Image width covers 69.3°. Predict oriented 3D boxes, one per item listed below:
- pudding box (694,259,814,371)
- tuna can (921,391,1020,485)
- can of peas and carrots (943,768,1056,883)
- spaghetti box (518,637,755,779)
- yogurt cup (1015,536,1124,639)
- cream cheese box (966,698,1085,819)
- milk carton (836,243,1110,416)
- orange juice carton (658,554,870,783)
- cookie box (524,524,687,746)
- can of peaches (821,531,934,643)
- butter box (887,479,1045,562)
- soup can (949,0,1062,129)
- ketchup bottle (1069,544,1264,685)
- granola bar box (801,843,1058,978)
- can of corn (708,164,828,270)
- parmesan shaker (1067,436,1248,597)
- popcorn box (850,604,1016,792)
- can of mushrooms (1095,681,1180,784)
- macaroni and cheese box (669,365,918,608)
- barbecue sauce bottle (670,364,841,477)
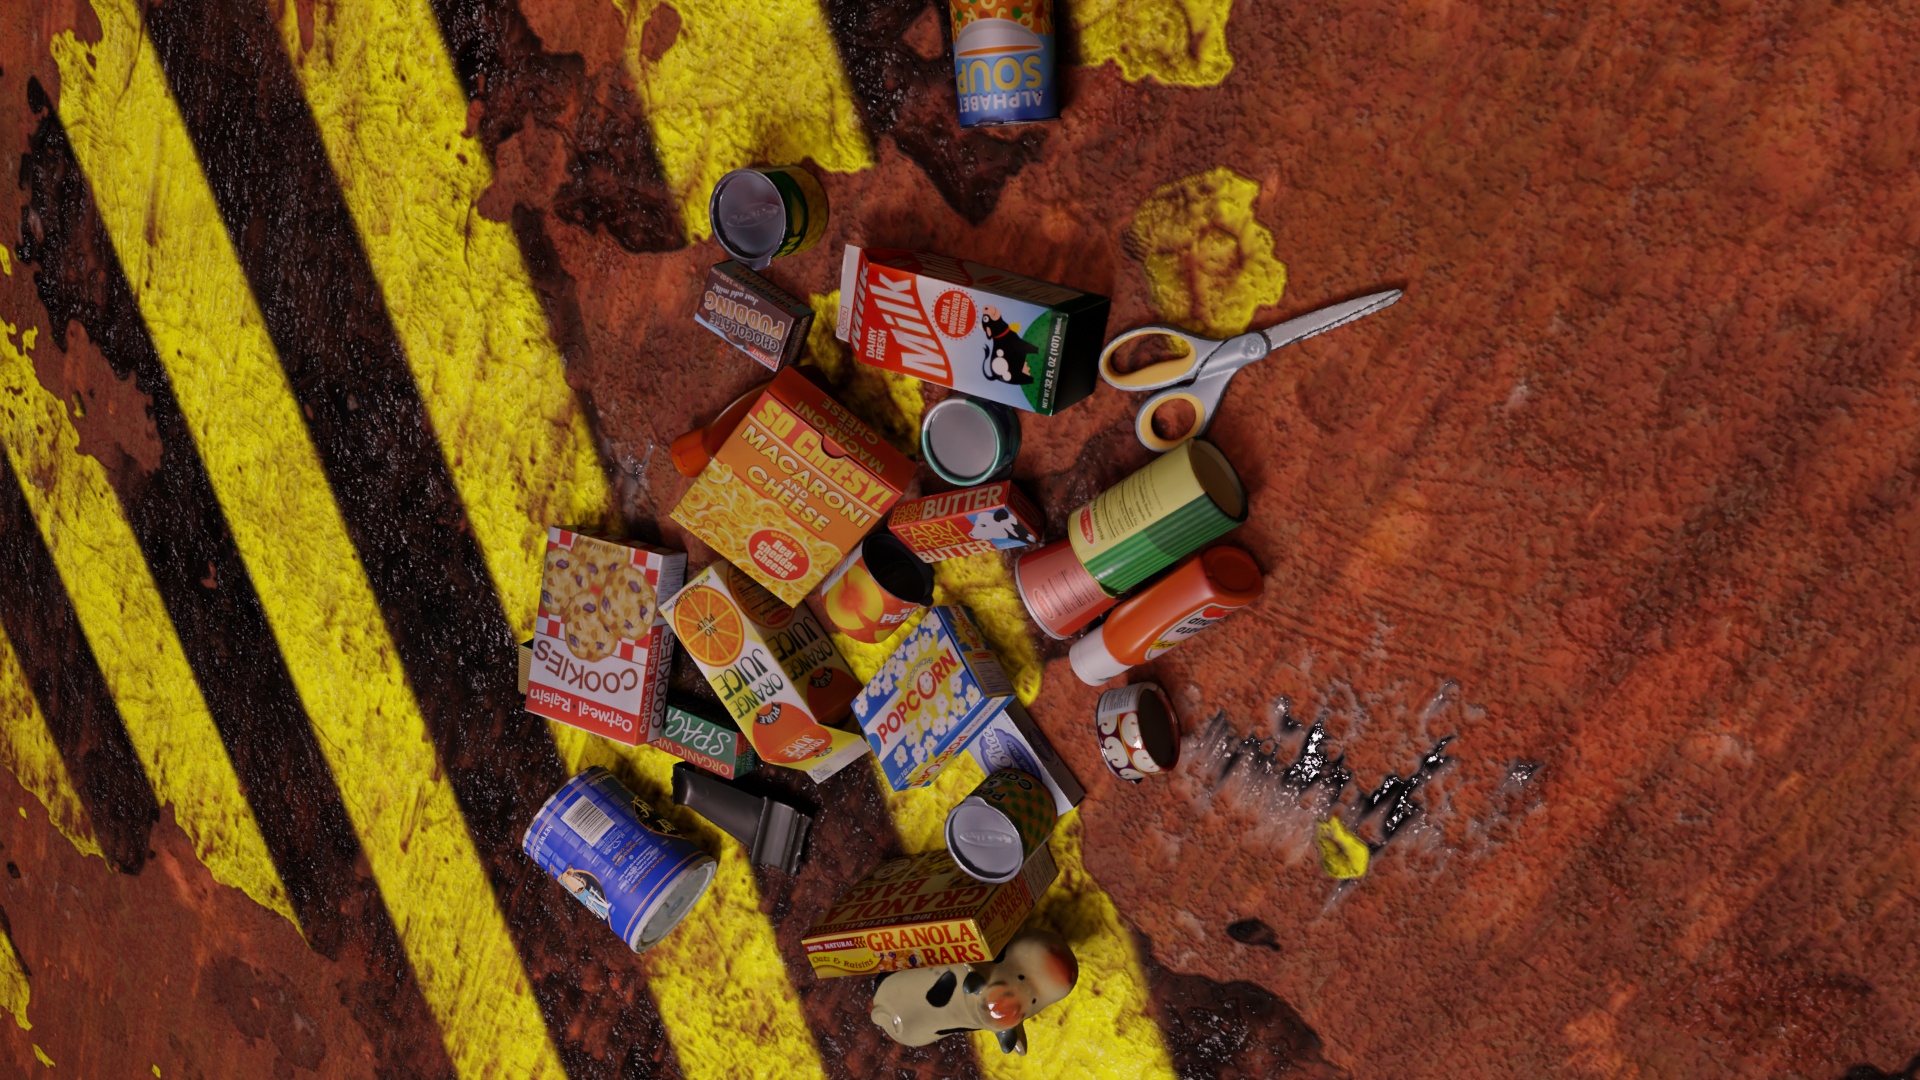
[{"bbox_3d":[-0.157,-0.171,1.055,0.084,0.030,0.049,34,121,15],"label":"pudding box"},{"bbox_3d":[0.008,-0.072,0.995,0.071,0.033,0.070,9,110,26],"label":"tuna can"},{"bbox_3d":[0.029,0.209,1.032,0.071,0.059,0.070,10,112,27],"label":"can of peas and carrots"},{"bbox_3d":[-0.291,0.147,1.236,0.250,0.029,0.050,17,113,23],"label":"spaghetti box"},{"bbox_3d":[0.079,0.028,0.973,0.054,0.072,0.072,-29,91,25],"label":"yogurt cup"},{"bbox_3d":[0.044,0.168,1.062,0.053,0.024,0.104,-38,86,34],"label":"cream cheese box"},{"bbox_3d":[-0.003,-0.149,0.951,0.191,0.074,0.072,19,115,22],"label":"milk carton"},{"bbox_3d":[-0.148,0.103,1.116,0.071,0.073,0.192,-36,88,33],"label":"orange juice carton"},{"bbox_3d":[-0.305,0.080,1.194,0.123,0.040,0.167,13,98,24],"label":"cookie box"},{"bbox_3d":[-0.061,0.038,1.050,0.071,0.071,0.057,49,123,6],"label":"can of peaches"},{"bbox_3d":[0.004,-0.013,1.007,0.103,0.024,0.053,-10,143,31],"label":"butter box"},{"bbox_3d":[0.028,-0.307,0.883,0.071,0.071,0.083,3,108,28],"label":"soup can"},{"bbox_3d":[0.135,0.054,0.954,0.148,0.065,0.043,-38,66,41],"label":"ketchup bottle"},{"bbox_3d":[-0.023,0.283,1.078,0.165,0.125,0.039,-17,99,32],"label":"granola bar box"},{"bbox_3d":[-0.137,-0.235,1.005,0.071,0.058,0.071,9,111,26],"label":"can of corn"},{"bbox_3d":[0.132,-0.014,0.925,0.102,0.071,0.071,-32,90,32],"label":"parmesan shaker"},{"bbox_3d":[-0.022,0.120,1.055,0.126,0.038,0.085,-50,56,31],"label":"popcorn box"},{"bbox_3d":[0.127,0.136,0.980,0.033,0.071,0.071,-19,97,31],"label":"can of mushrooms"},{"bbox_3d":[-0.128,-0.036,1.043,0.123,0.040,0.165,38,132,-10],"label":"macaroni and cheese box"},{"bbox_3d":[-0.161,-0.085,1.078,0.148,0.044,0.064,-17,103,33],"label":"barbecue sauce bottle"}]
